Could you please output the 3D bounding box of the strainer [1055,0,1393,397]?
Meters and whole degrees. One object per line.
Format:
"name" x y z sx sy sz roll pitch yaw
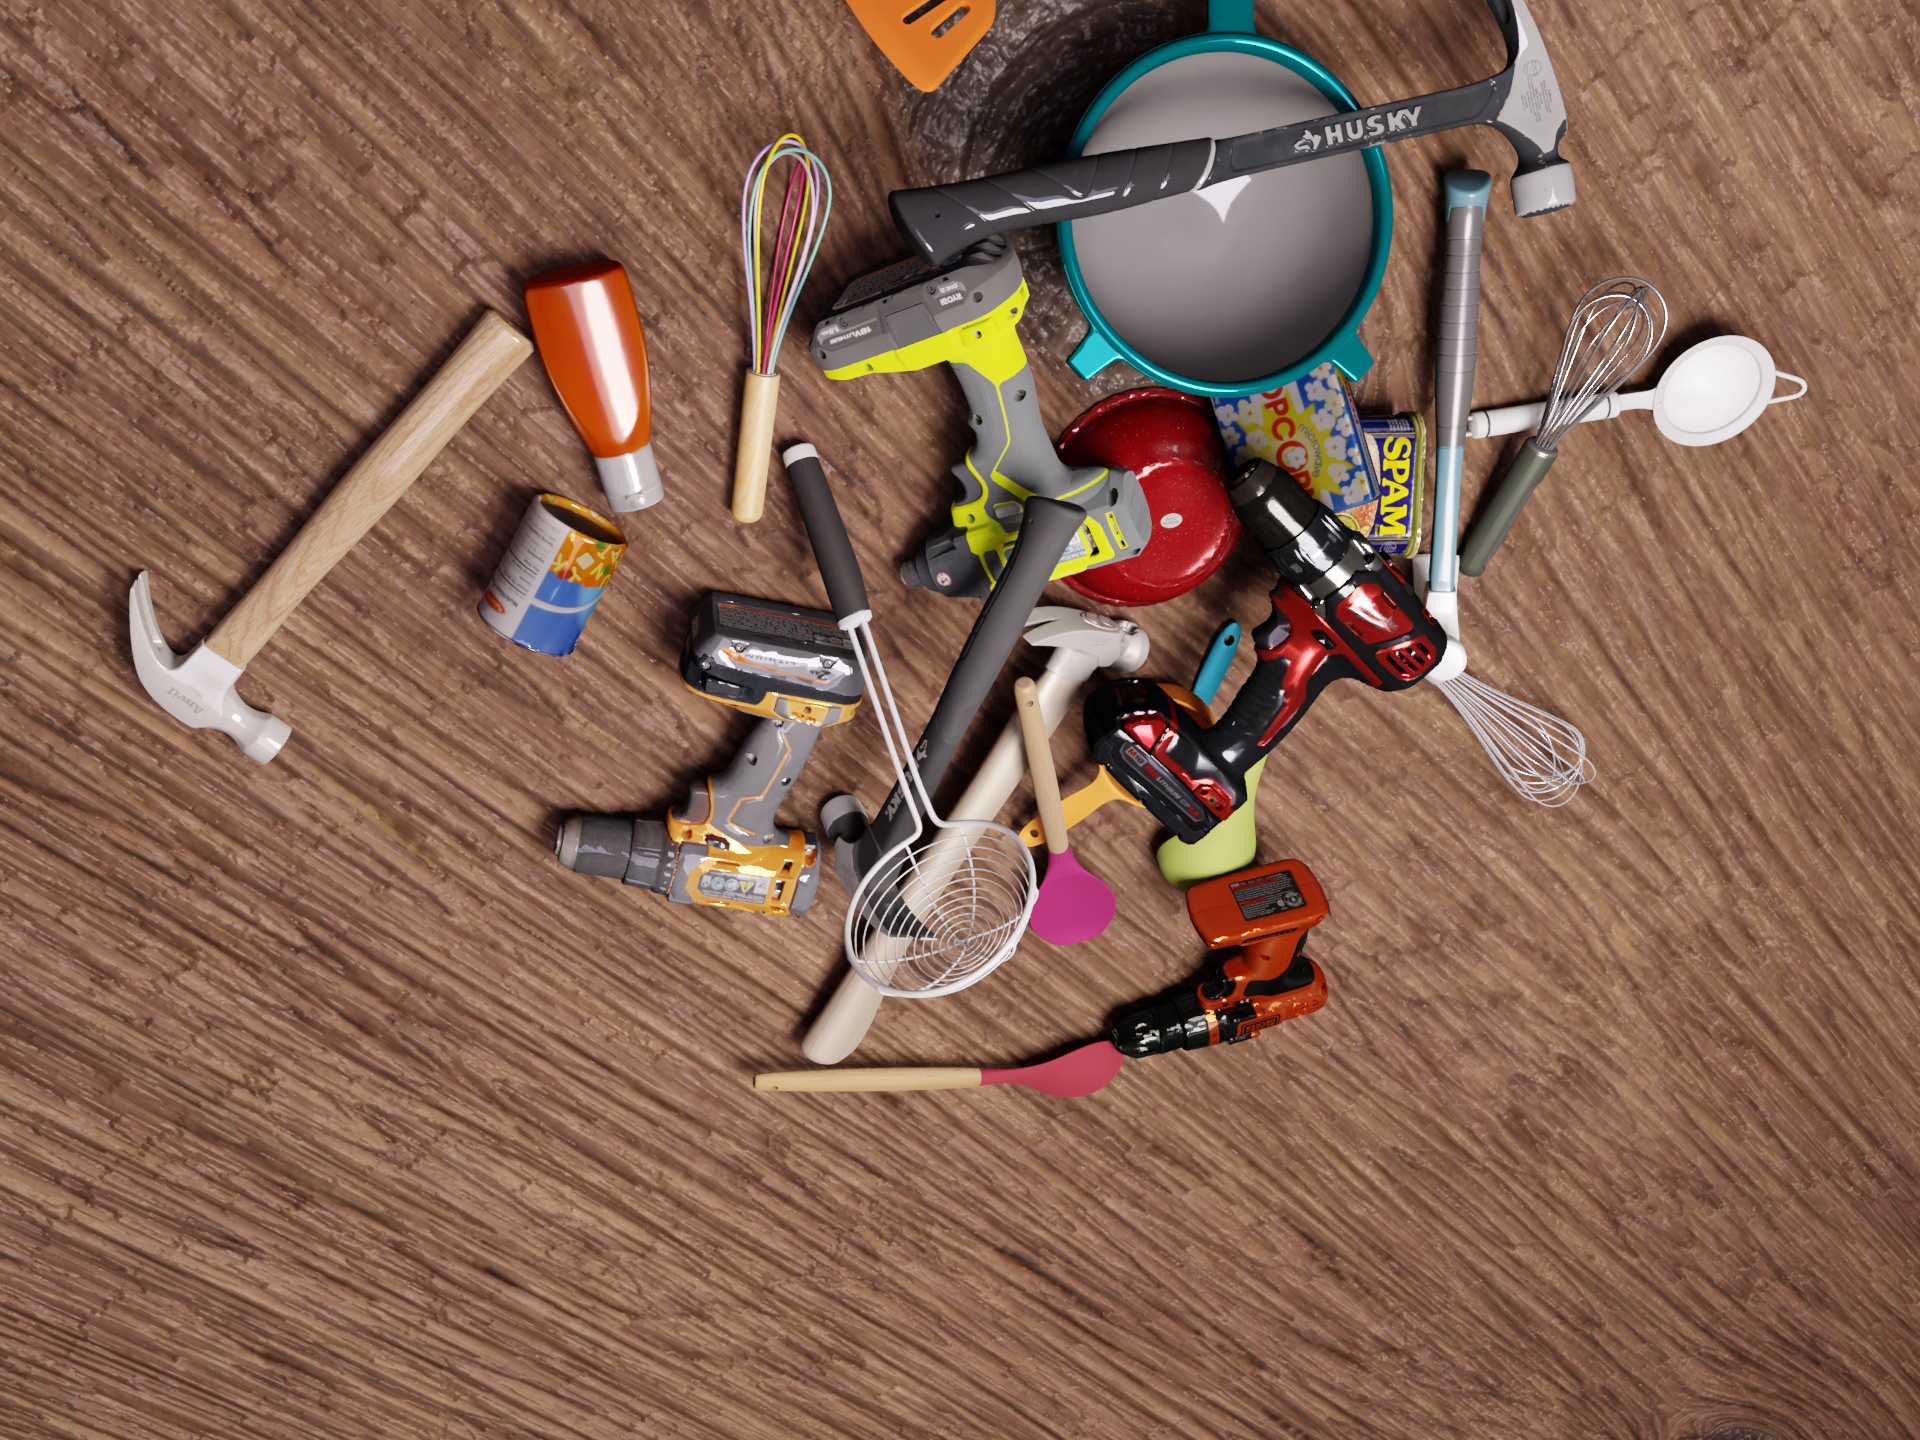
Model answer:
"strainer" 0.152 -0.369 0.981 0.211 0.095 0.340 -2 97 -10

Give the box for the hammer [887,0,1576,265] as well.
"hammer" 0.158 -0.332 0.921 0.409 0.036 0.149 -14 100 -8

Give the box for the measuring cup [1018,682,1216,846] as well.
"measuring cup" 0.115 0.038 1.182 0.173 0.052 0.095 -35 100 22

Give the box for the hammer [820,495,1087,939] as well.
"hammer" -0.002 -0.003 1.042 0.035 0.146 0.334 7 126 -32

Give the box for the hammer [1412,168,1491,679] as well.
"hammer" 0.337 -0.203 1.090 0.033 0.128 0.330 2 109 12

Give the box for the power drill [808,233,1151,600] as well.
"power drill" 0.003 -0.181 1.013 0.171 0.080 0.223 -14 122 24

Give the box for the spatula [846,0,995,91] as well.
"spatula" 0.076 -0.491 0.918 0.322 0.041 0.081 -39 96 4

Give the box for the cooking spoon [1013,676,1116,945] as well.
"cooking spoon" 0.068 0.076 1.153 0.069 0.017 0.318 -14 139 1

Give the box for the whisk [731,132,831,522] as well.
"whisk" -0.118 -0.240 0.995 0.051 0.047 0.244 8 118 -5

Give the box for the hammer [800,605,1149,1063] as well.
"hammer" -0.014 0.093 1.156 0.146 0.038 0.410 3 124 -54

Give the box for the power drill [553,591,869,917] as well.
"power drill" -0.170 0.029 1.092 0.185 0.084 0.226 10 117 -17

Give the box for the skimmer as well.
"skimmer" -0.055 -0.010 0.983 0.127 0.090 0.363 -21 81 13

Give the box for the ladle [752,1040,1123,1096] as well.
"ladle" -0.010 0.282 1.264 0.315 0.031 0.069 3 133 -21

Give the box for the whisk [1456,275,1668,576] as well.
"whisk" 0.414 -0.199 1.118 0.059 0.058 0.246 32 131 14

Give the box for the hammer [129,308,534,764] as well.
"hammer" -0.387 -0.124 0.985 0.331 0.031 0.130 -45 118 9

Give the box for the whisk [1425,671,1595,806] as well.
"whisk" 0.387 -0.024 1.224 0.284 0.070 0.070 35 103 -21

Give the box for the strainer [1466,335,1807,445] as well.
"strainer" 0.476 -0.232 1.150 0.258 0.050 0.086 -9 127 -4

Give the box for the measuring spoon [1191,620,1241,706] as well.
"measuring spoon" 0.184 -0.014 1.190 0.042 0.021 0.128 13 114 -20

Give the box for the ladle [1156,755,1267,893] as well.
"ladle" 0.228 -0.010 1.201 0.078 0.062 0.320 10 106 -29

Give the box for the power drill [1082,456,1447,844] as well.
"power drill" 0.184 -0.047 1.057 0.226 0.080 0.187 -41 109 17
